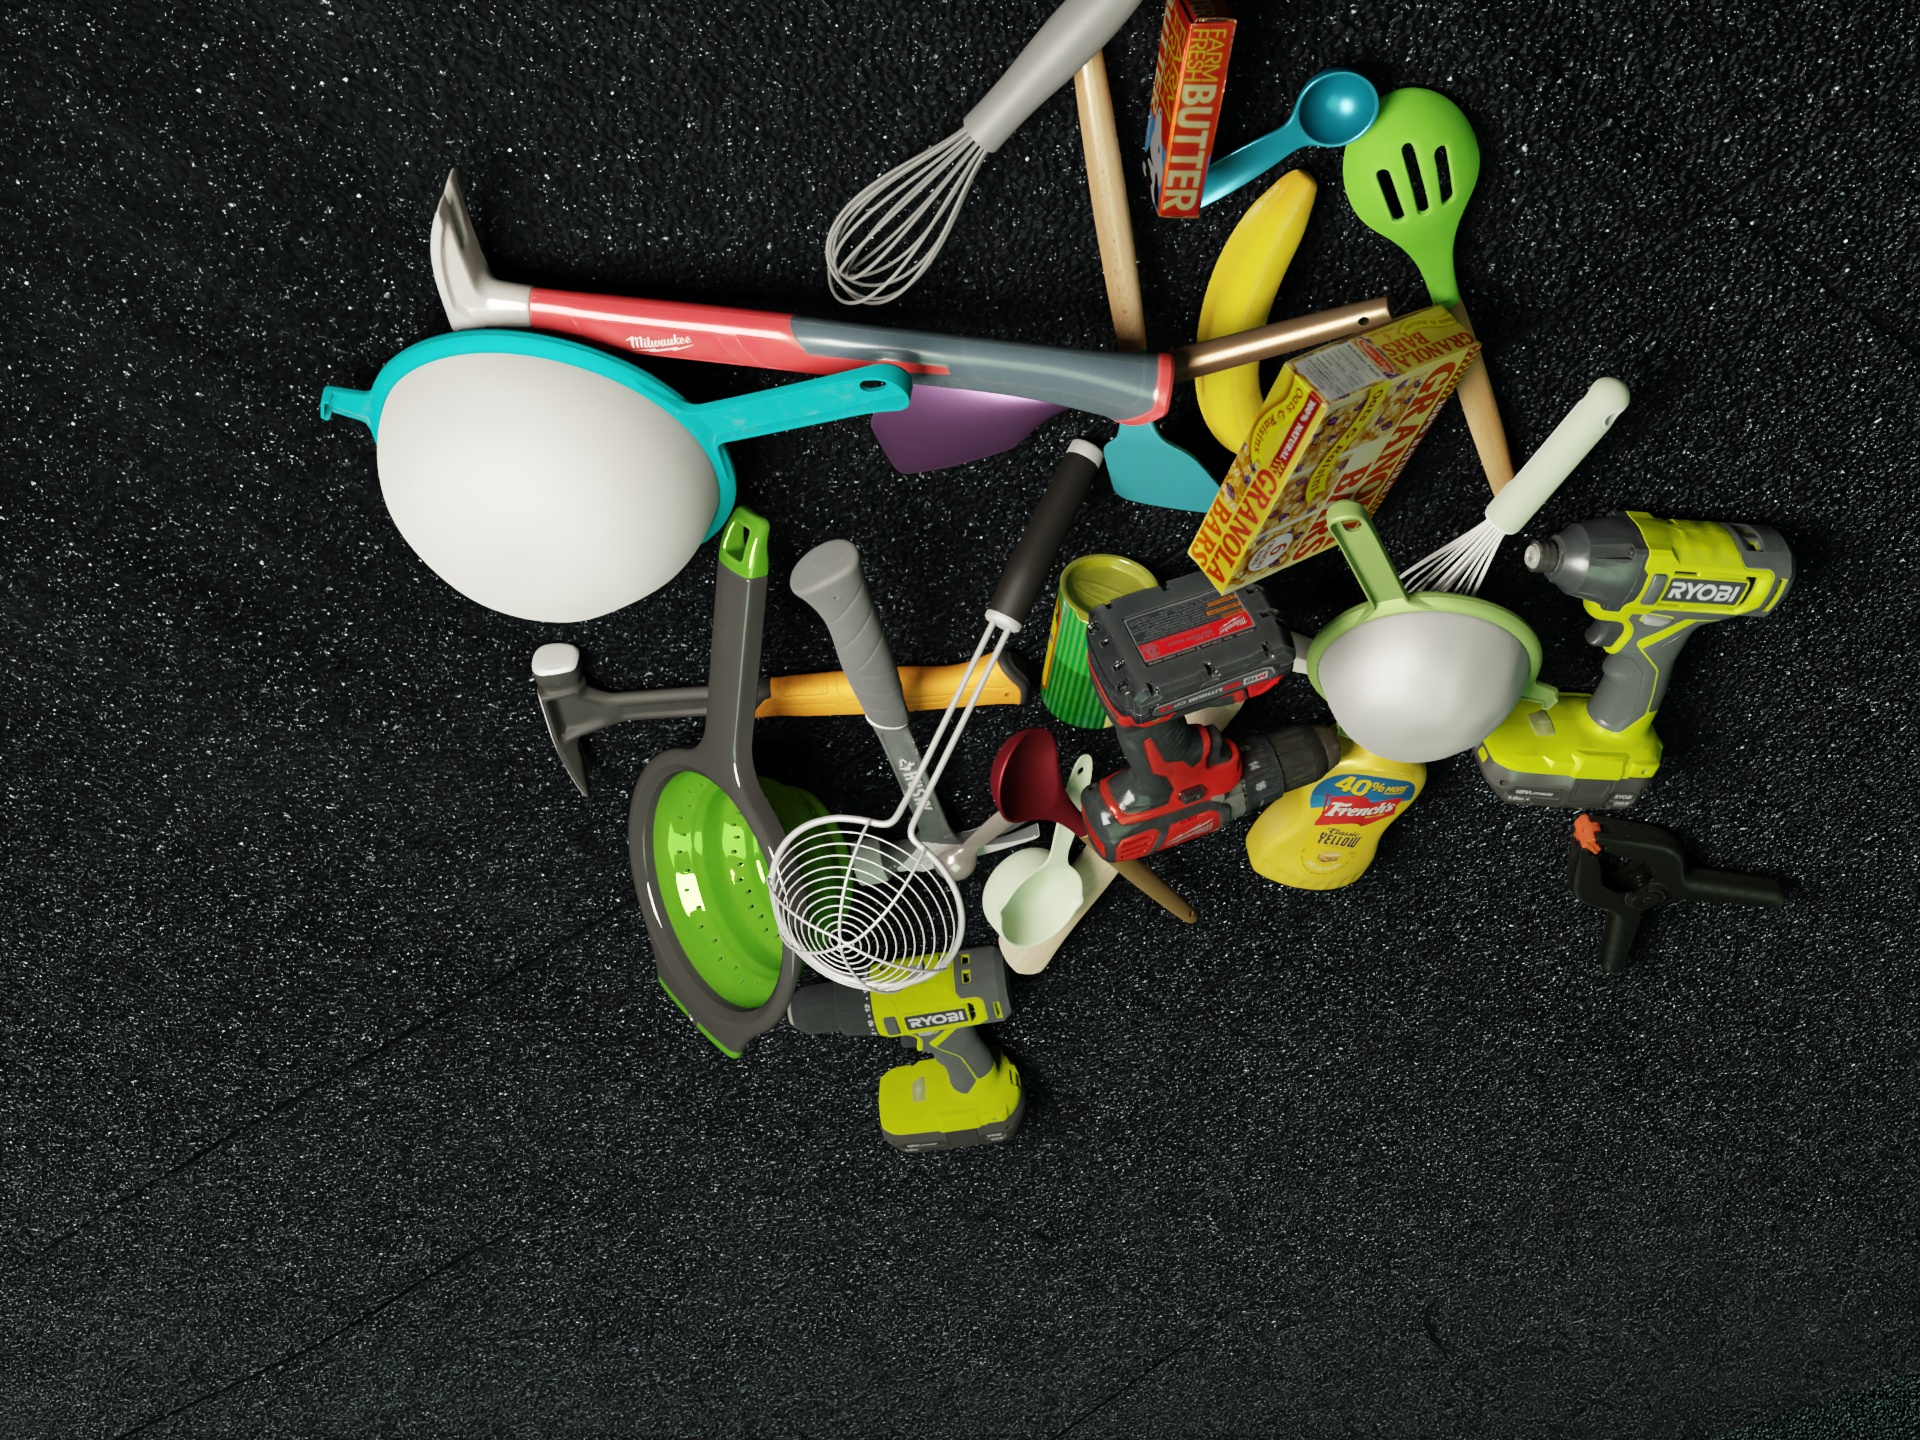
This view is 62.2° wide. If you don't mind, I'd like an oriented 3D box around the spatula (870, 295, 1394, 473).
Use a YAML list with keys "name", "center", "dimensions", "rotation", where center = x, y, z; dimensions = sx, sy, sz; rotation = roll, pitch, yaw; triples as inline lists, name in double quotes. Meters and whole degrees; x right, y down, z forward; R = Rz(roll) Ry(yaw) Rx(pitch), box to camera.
- name: "spatula"
  center: [0.085, -0.191, 0.890]
  dimensions: [0.316, 0.018, 0.059]
  rotation: [-8, 129, 30]

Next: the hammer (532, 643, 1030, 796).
- name: "hammer"
  center: [-0.120, -0.011, 1.115]
  dimensions: [0.337, 0.034, 0.127]
  rotation: [-4, 136, 0]

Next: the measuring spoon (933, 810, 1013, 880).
- name: "measuring spoon"
  center: [0.022, 0.089, 1.185]
  dimensions: [0.034, 0.018, 0.124]
  rotation: [13, 141, -33]

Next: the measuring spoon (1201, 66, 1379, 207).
- name: "measuring spoon"
  center: [0.159, -0.305, 0.840]
  dimensions: [0.128, 0.021, 0.042]
  rotation: [-22, 135, 31]

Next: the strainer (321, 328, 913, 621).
- name: "strainer"
  center: [-0.182, -0.124, 0.876]
  dimensions: [0.340, 0.095, 0.210]
  rotation: [-7, 149, 26]

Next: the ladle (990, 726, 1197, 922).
- name: "ladle"
  center: [0.106, 0.090, 1.186]
  dimensions: [0.031, 0.069, 0.315]
  rotation: [20, 166, 42]

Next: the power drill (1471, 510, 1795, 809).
- name: "power drill"
  center: [0.443, -0.043, 1.101]
  dimensions: [0.171, 0.080, 0.223]
  rotation: [3, 133, -8]

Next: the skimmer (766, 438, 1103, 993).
- name: "skimmer"
  center: [-0.002, -0.003, 0.987]
  dimensions: [0.127, 0.363, 0.090]
  rotation: [26, 174, 3]

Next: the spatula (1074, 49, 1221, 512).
- name: "spatula"
  center: [0.095, -0.237, 0.887]
  dimensions: [0.082, 0.044, 0.317]
  rotation: [13, 137, 30]

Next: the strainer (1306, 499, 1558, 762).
- name: "strainer"
  center: [0.279, -0.041, 1.006]
  dimensions: [0.151, 0.069, 0.256]
  rotation: [-10, 146, 28]

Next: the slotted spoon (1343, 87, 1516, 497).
- name: "slotted spoon"
  center: [0.291, -0.225, 0.926]
  dimensions: [0.070, 0.031, 0.313]
  rotation: [-19, 137, 18]

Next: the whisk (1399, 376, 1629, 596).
- name: "whisk"
  center: [0.338, -0.122, 1.007]
  dimensions: [0.058, 0.059, 0.246]
  rotation: [-19, 153, -36]

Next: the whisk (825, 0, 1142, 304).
- name: "whisk"
  center: [0.011, -0.295, 0.803]
  dimensions: [0.055, 0.055, 0.239]
  rotation: [29, 130, -31]

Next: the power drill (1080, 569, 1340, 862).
- name: "power drill"
  center: [0.170, 0.000, 1.052]
  dimensions: [0.188, 0.080, 0.226]
  rotation: [-18, 145, -7]

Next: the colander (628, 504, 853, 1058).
- name: "colander"
  center: [-0.129, 0.038, 1.073]
  dimensions: [0.094, 0.205, 0.396]
  rotation: [-16, 128, -38]

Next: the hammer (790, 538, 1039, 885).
- name: "hammer"
  center: [-0.040, 0.007, 1.084]
  dimensions: [0.149, 0.036, 0.408]
  rotation: [-12, 149, 4]

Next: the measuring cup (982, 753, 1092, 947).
- name: "measuring cup"
  center: [0.063, 0.093, 1.201]
  dimensions: [0.083, 0.038, 0.167]
  rotation: [-2, 118, -36]

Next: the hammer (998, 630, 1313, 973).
- name: "hammer"
  center: [0.141, 0.076, 1.231]
  dimensions: [0.146, 0.038, 0.410]
  rotation: [12, 135, -19]

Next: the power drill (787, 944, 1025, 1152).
- name: "power drill"
  center: [-0.039, 0.293, 1.420]
  dimensions: [0.190, 0.080, 0.228]
  rotation: [-9, 134, 5]

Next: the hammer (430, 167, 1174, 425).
- name: "hammer"
  center: [-0.079, -0.208, 0.839]
  dimensions: [0.386, 0.038, 0.143]
  rotation: [6, 152, 1]
